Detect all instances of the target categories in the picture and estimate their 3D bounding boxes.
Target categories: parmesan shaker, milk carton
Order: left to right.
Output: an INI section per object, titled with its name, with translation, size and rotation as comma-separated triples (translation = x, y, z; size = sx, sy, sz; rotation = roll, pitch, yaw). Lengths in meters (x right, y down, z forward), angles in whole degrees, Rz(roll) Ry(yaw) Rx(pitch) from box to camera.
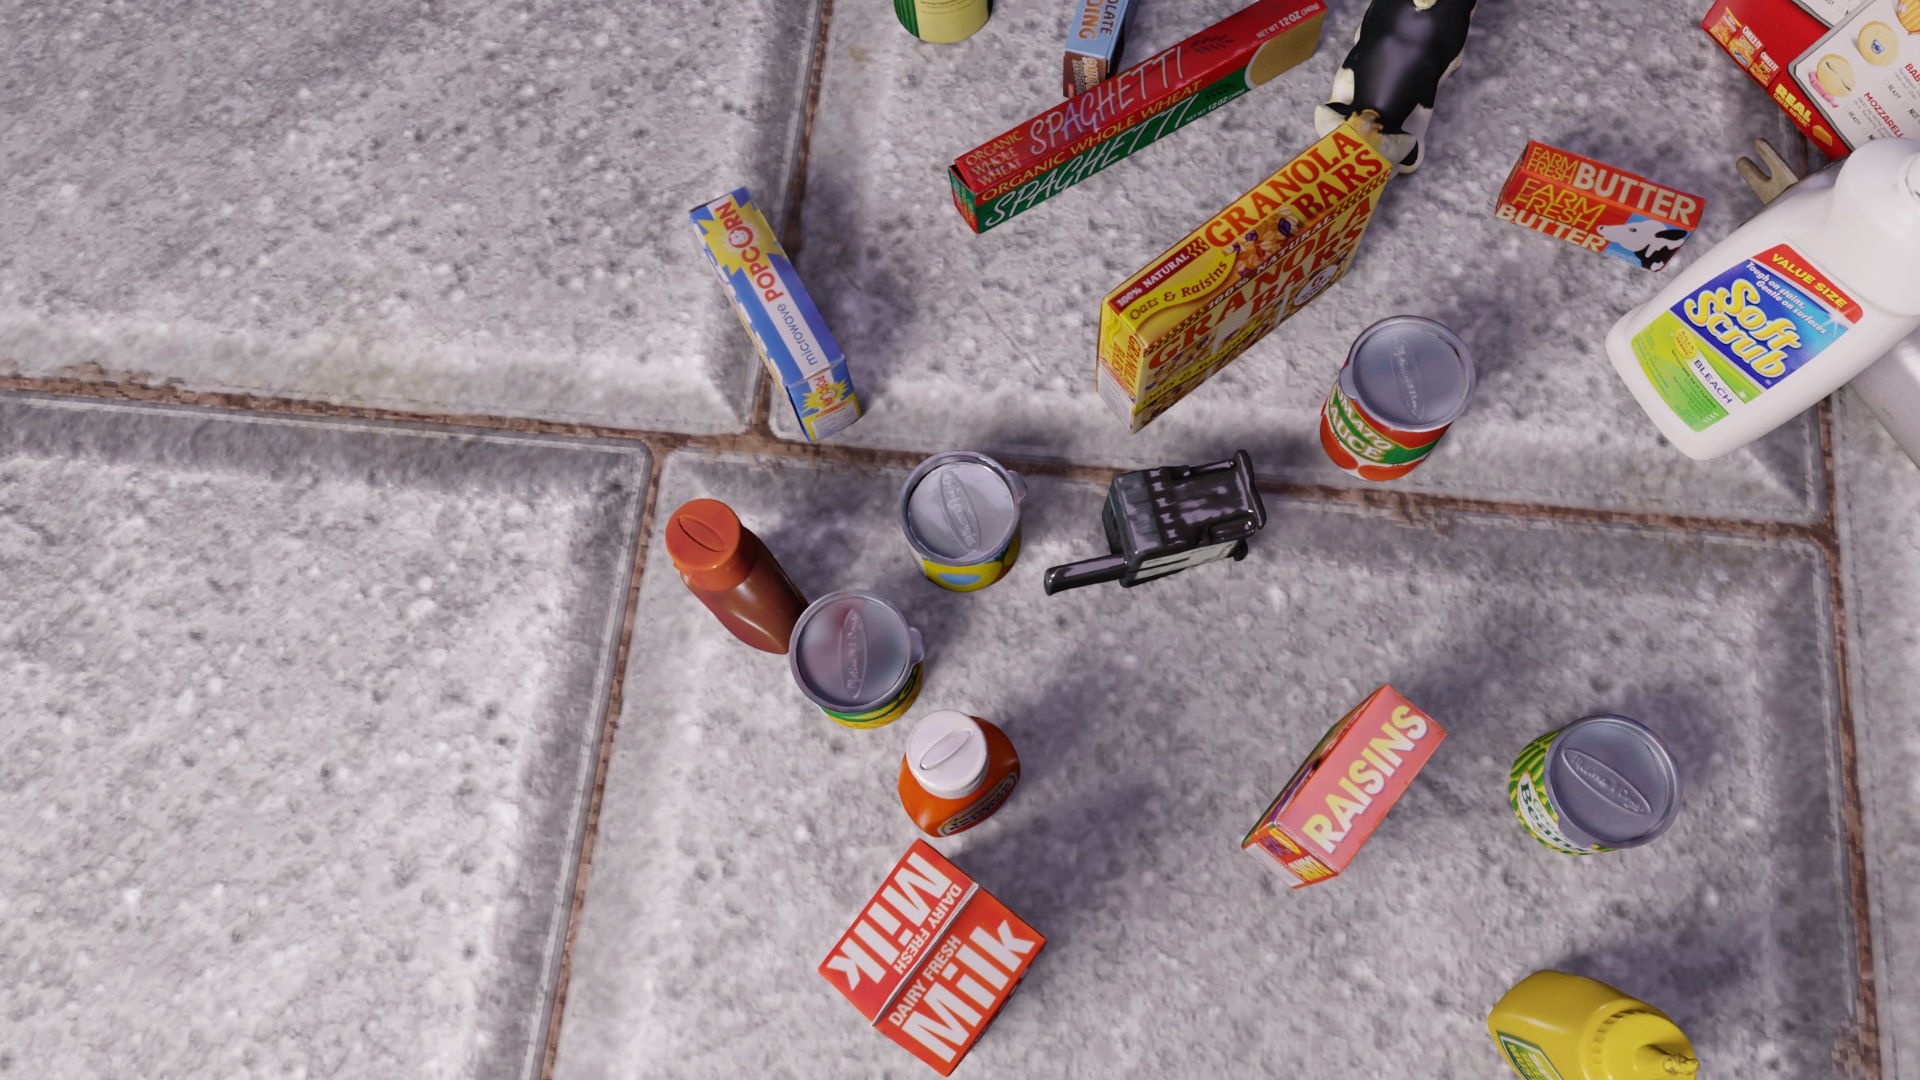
[parmesan shaker]
translation = -0.017, -0.365, 0.857
size = 0.071, 0.103, 0.071
rotation = -1, 73, 3
[milk carton]
translation = -0.009, 0.191, 0.638
size = 0.073, 0.190, 0.072
rotation = 36, 79, 13

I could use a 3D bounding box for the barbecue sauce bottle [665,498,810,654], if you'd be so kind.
[barbecue sauce bottle]
translation = -0.117, 0.018, 0.719
size = 0.065, 0.148, 0.044
rotation = 34, 78, 13

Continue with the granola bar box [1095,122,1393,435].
[granola bar box]
translation = 0.150, -0.141, 0.766
size = 0.166, 0.124, 0.039
rotation = -37, 75, -8

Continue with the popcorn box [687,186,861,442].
[popcorn box]
translation = -0.105, -0.128, 0.797
size = 0.038, 0.085, 0.127
rotation = -29, 73, -5

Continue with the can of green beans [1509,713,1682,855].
[can of green beans]
translation = 0.321, 0.126, 0.708
size = 0.071, 0.057, 0.071
rotation = -1, 73, 3

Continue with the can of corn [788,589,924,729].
[can of corn]
translation = -0.052, 0.065, 0.748
size = 0.071, 0.058, 0.071
rotation = -1, 73, 3

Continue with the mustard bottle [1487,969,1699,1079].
[mustard bottle]
translation = 0.288, 0.229, 0.624
size = 0.049, 0.160, 0.065
rotation = -38, 75, -8

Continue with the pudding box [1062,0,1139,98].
[pudding box]
translation = 0.089, -0.321, 0.864
size = 0.030, 0.049, 0.084
rotation = 16, 74, 8

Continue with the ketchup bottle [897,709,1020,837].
[ketchup bottle]
translation = -0.003, 0.113, 0.683
size = 0.065, 0.148, 0.043
rotation = -36, 74, -7

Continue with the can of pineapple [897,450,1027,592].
[can of pineapple]
translation = 0.003, -0.010, 0.769
size = 0.071, 0.057, 0.071
rotation = -1, 73, 3

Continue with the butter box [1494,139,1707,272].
[butter box]
translation = 0.369, -0.194, 0.807
size = 0.103, 0.053, 0.024
rotation = 23, 76, 10

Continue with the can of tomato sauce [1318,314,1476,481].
[can of tomato sauce]
translation = 0.235, -0.075, 0.762
size = 0.071, 0.083, 0.071
rotation = -1, 73, 3

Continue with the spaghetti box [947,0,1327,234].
[spaghetti box]
translation = 0.108, -0.263, 0.845
size = 0.250, 0.050, 0.029
rotation = -29, 74, -6

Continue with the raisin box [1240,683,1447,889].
[raisin box]
translation = 0.184, 0.123, 0.682
size = 0.040, 0.123, 0.086
rotation = 39, 79, 13
